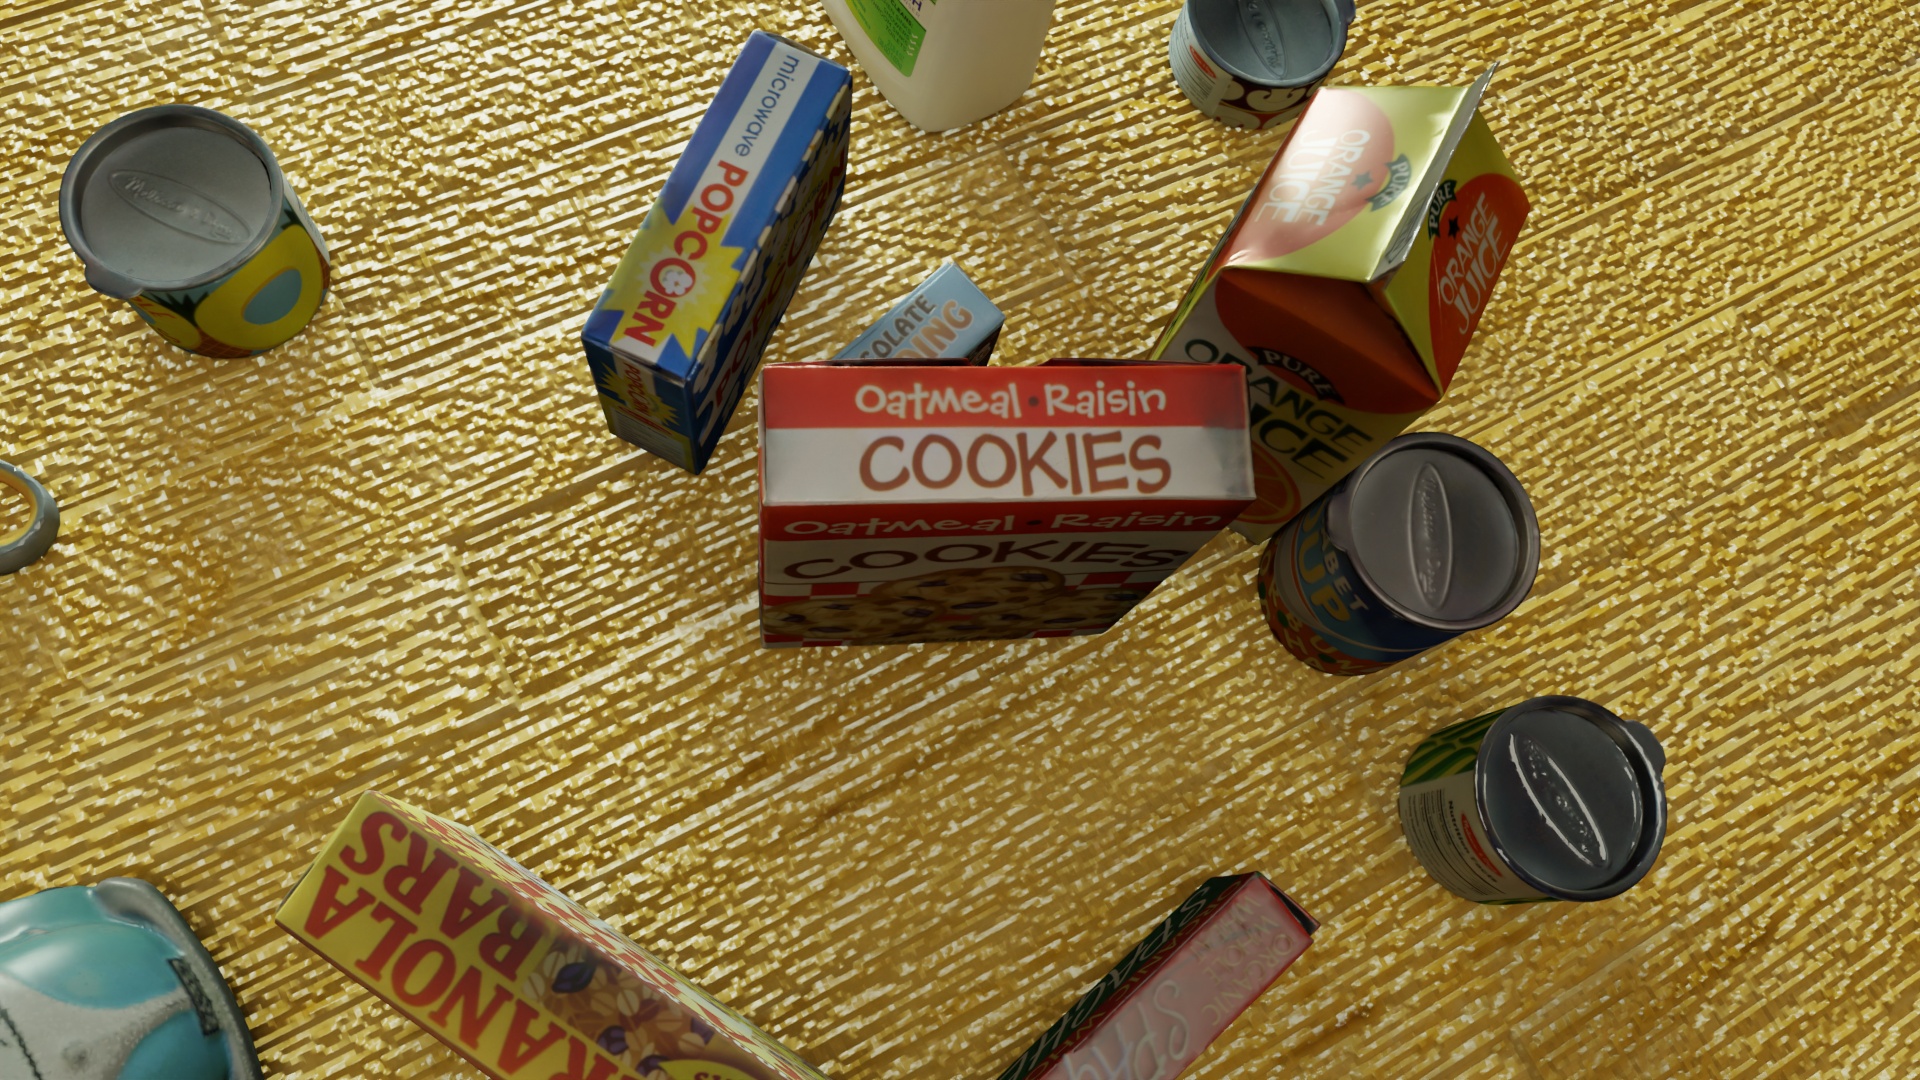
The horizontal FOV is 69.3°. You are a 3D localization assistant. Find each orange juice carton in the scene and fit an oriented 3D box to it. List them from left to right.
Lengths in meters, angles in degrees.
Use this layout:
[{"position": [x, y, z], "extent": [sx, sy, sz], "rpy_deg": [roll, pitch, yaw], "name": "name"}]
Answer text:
[{"position": [0.110, -0.070, 0.437], "extent": [0.073, 0.192, 0.072], "rpy_deg": [30, 72, 1], "name": "orange juice carton"}]

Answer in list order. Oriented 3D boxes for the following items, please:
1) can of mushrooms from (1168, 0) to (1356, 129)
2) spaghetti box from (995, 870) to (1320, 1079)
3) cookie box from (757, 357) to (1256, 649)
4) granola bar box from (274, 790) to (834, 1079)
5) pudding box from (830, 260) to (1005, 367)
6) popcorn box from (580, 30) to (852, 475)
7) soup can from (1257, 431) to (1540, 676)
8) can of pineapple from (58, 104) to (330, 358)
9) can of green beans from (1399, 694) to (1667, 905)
[{"position": [0.122, -0.203, 0.563], "extent": [0.071, 0.033, 0.071], "rpy_deg": [2, 73, -8], "name": "can of mushrooms"}, {"position": [0.007, 0.191, 0.419], "extent": [0.251, 0.050, 0.029], "rpy_deg": [-38, 82, -17], "name": "spaghetti box"}, {"position": [0.001, -0.005, 0.415], "extent": [0.123, 0.167, 0.040], "rpy_deg": [-2, 74, -9], "name": "cookie box"}, {"position": [-0.092, 0.136, 0.381], "extent": [0.165, 0.124, 0.039], "rpy_deg": [34, 72, 3], "name": "granola bar box"}, {"position": [-0.025, -0.055, 0.488], "extent": [0.084, 0.049, 0.030], "rpy_deg": [-42, 84, -17], "name": "pudding box"}, {"position": [-0.079, -0.096, 0.474], "extent": [0.038, 0.085, 0.127], "rpy_deg": [24, 72, -1], "name": "popcorn box"}, {"position": [0.144, 0.007, 0.476], "extent": [0.071, 0.083, 0.071], "rpy_deg": [2, 73, -8], "name": "soup can"}, {"position": [-0.254, -0.100, 0.464], "extent": [0.071, 0.057, 0.071], "rpy_deg": [2, 73, -8], "name": "can of pineapple"}, {"position": [0.192, 0.090, 0.472], "extent": [0.071, 0.057, 0.071], "rpy_deg": [2, 73, -8], "name": "can of green beans"}]
